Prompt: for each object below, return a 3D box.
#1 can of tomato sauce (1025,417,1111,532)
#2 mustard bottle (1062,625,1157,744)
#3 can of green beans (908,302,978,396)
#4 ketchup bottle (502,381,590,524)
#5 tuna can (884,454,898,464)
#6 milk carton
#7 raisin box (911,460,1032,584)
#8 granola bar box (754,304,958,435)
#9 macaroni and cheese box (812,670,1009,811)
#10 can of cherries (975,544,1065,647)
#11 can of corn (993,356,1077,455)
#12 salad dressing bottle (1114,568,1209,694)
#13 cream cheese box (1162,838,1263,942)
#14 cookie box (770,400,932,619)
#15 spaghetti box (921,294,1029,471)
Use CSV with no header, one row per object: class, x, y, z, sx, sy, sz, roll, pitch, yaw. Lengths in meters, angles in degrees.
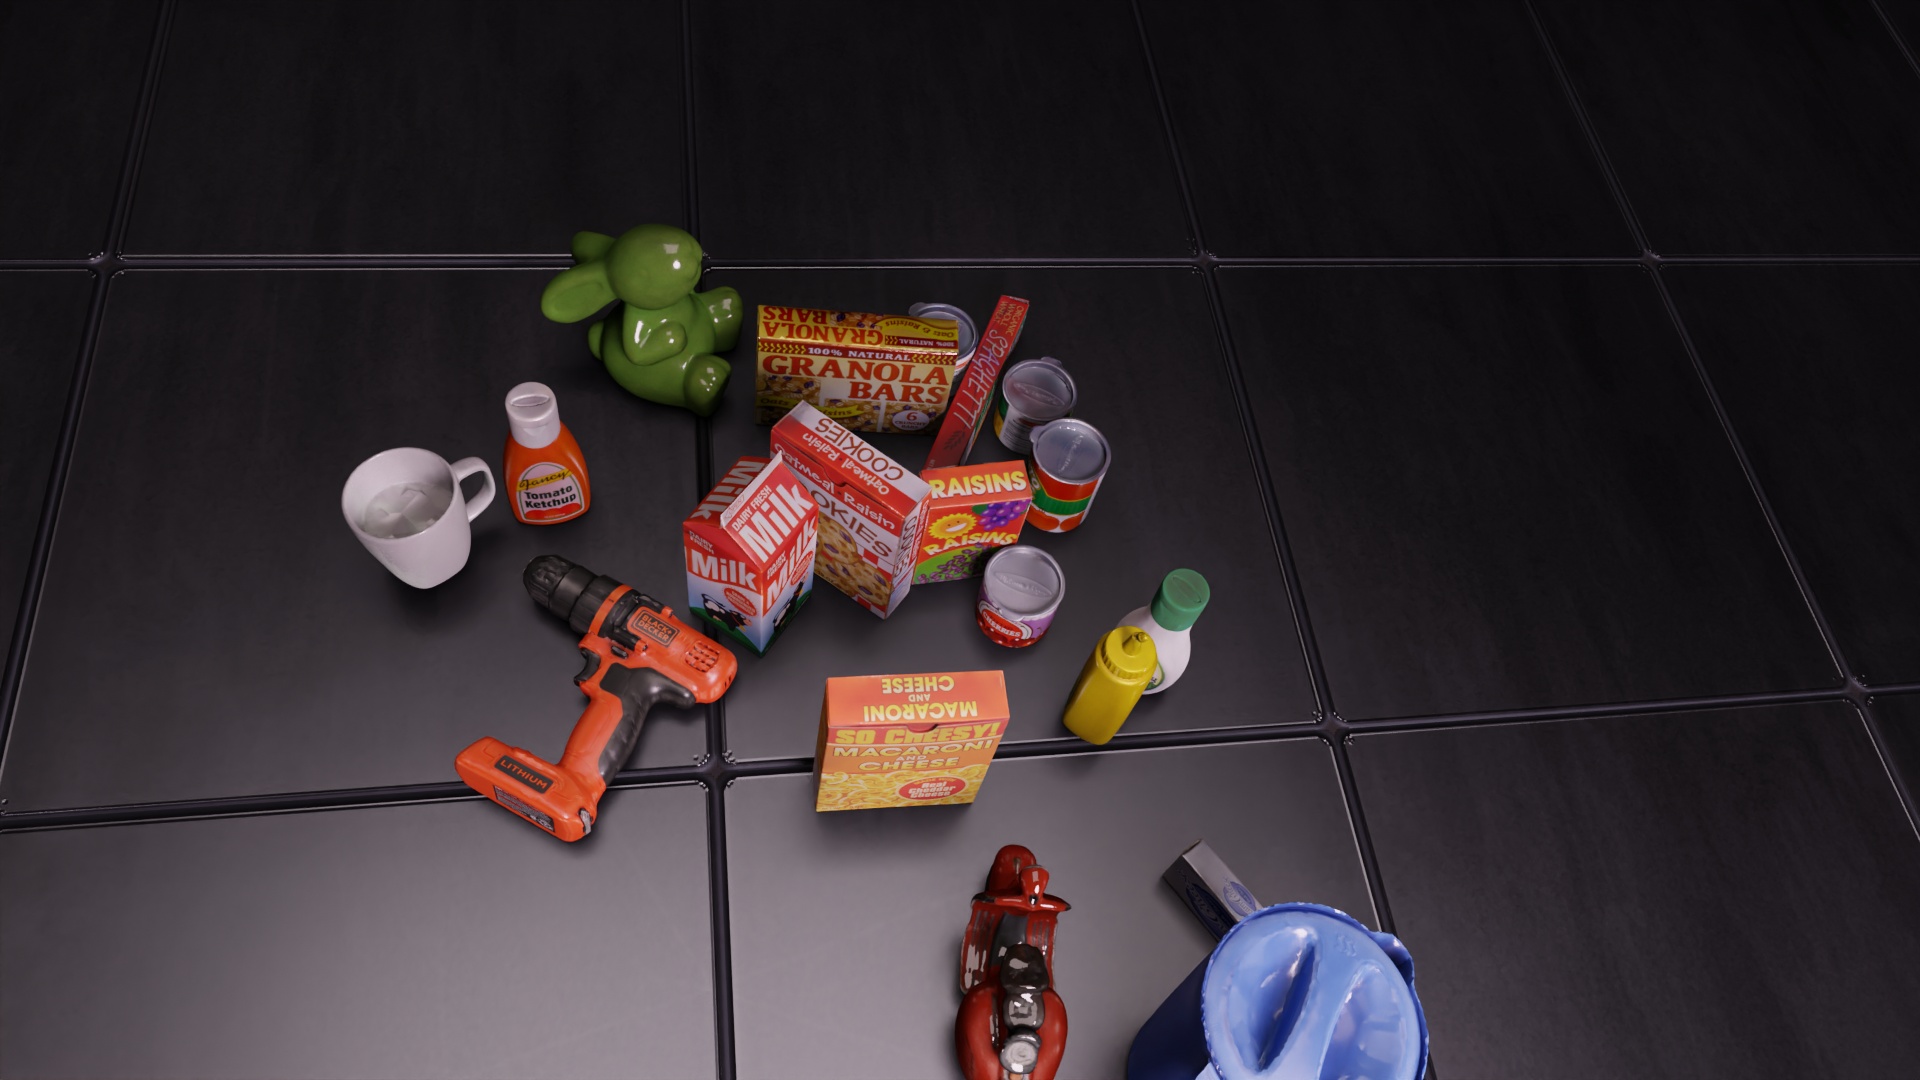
can of tomato sauce,0.084,-0.055,1.183,0.071,0.082,0.071,4,60,-7
mustard bottle,0.118,0.101,1.052,0.049,0.159,0.065,29,60,8
can of green beans,-0.021,-0.169,1.247,0.071,0.057,0.071,4,60,-7
ketchup bottle,-0.327,-0.067,1.084,0.065,0.148,0.044,-11,63,-15
tuna can,-0.081,-0.040,1.177,0.071,0.032,0.071,4,59,-7
milk carton,-0.157,0.006,1.045,0.073,0.189,0.073,32,60,9
raisin box,0.004,-0.014,1.123,0.086,0.122,0.040,-6,61,-13
granola bar box,-0.091,-0.142,1.181,0.166,0.123,0.039,3,60,-8
macaroni and cheese box,-0.039,0.147,0.996,0.124,0.165,0.040,-2,61,-10
can of cherries,0.046,0.048,1.131,0.071,0.058,0.072,4,60,-7
can of corn,0.066,-0.119,1.232,0.071,0.058,0.071,4,60,-7
salad dressing bottle,0.156,0.071,1.084,0.044,0.147,0.064,-38,72,-26
cream cheese box,0.198,0.274,1.027,0.024,0.053,0.104,-32,70,-24
cookie box,-0.091,-0.019,1.084,0.123,0.166,0.040,34,61,10
spaghetti box,0.007,-0.113,1.224,0.029,0.050,0.251,21,59,3
